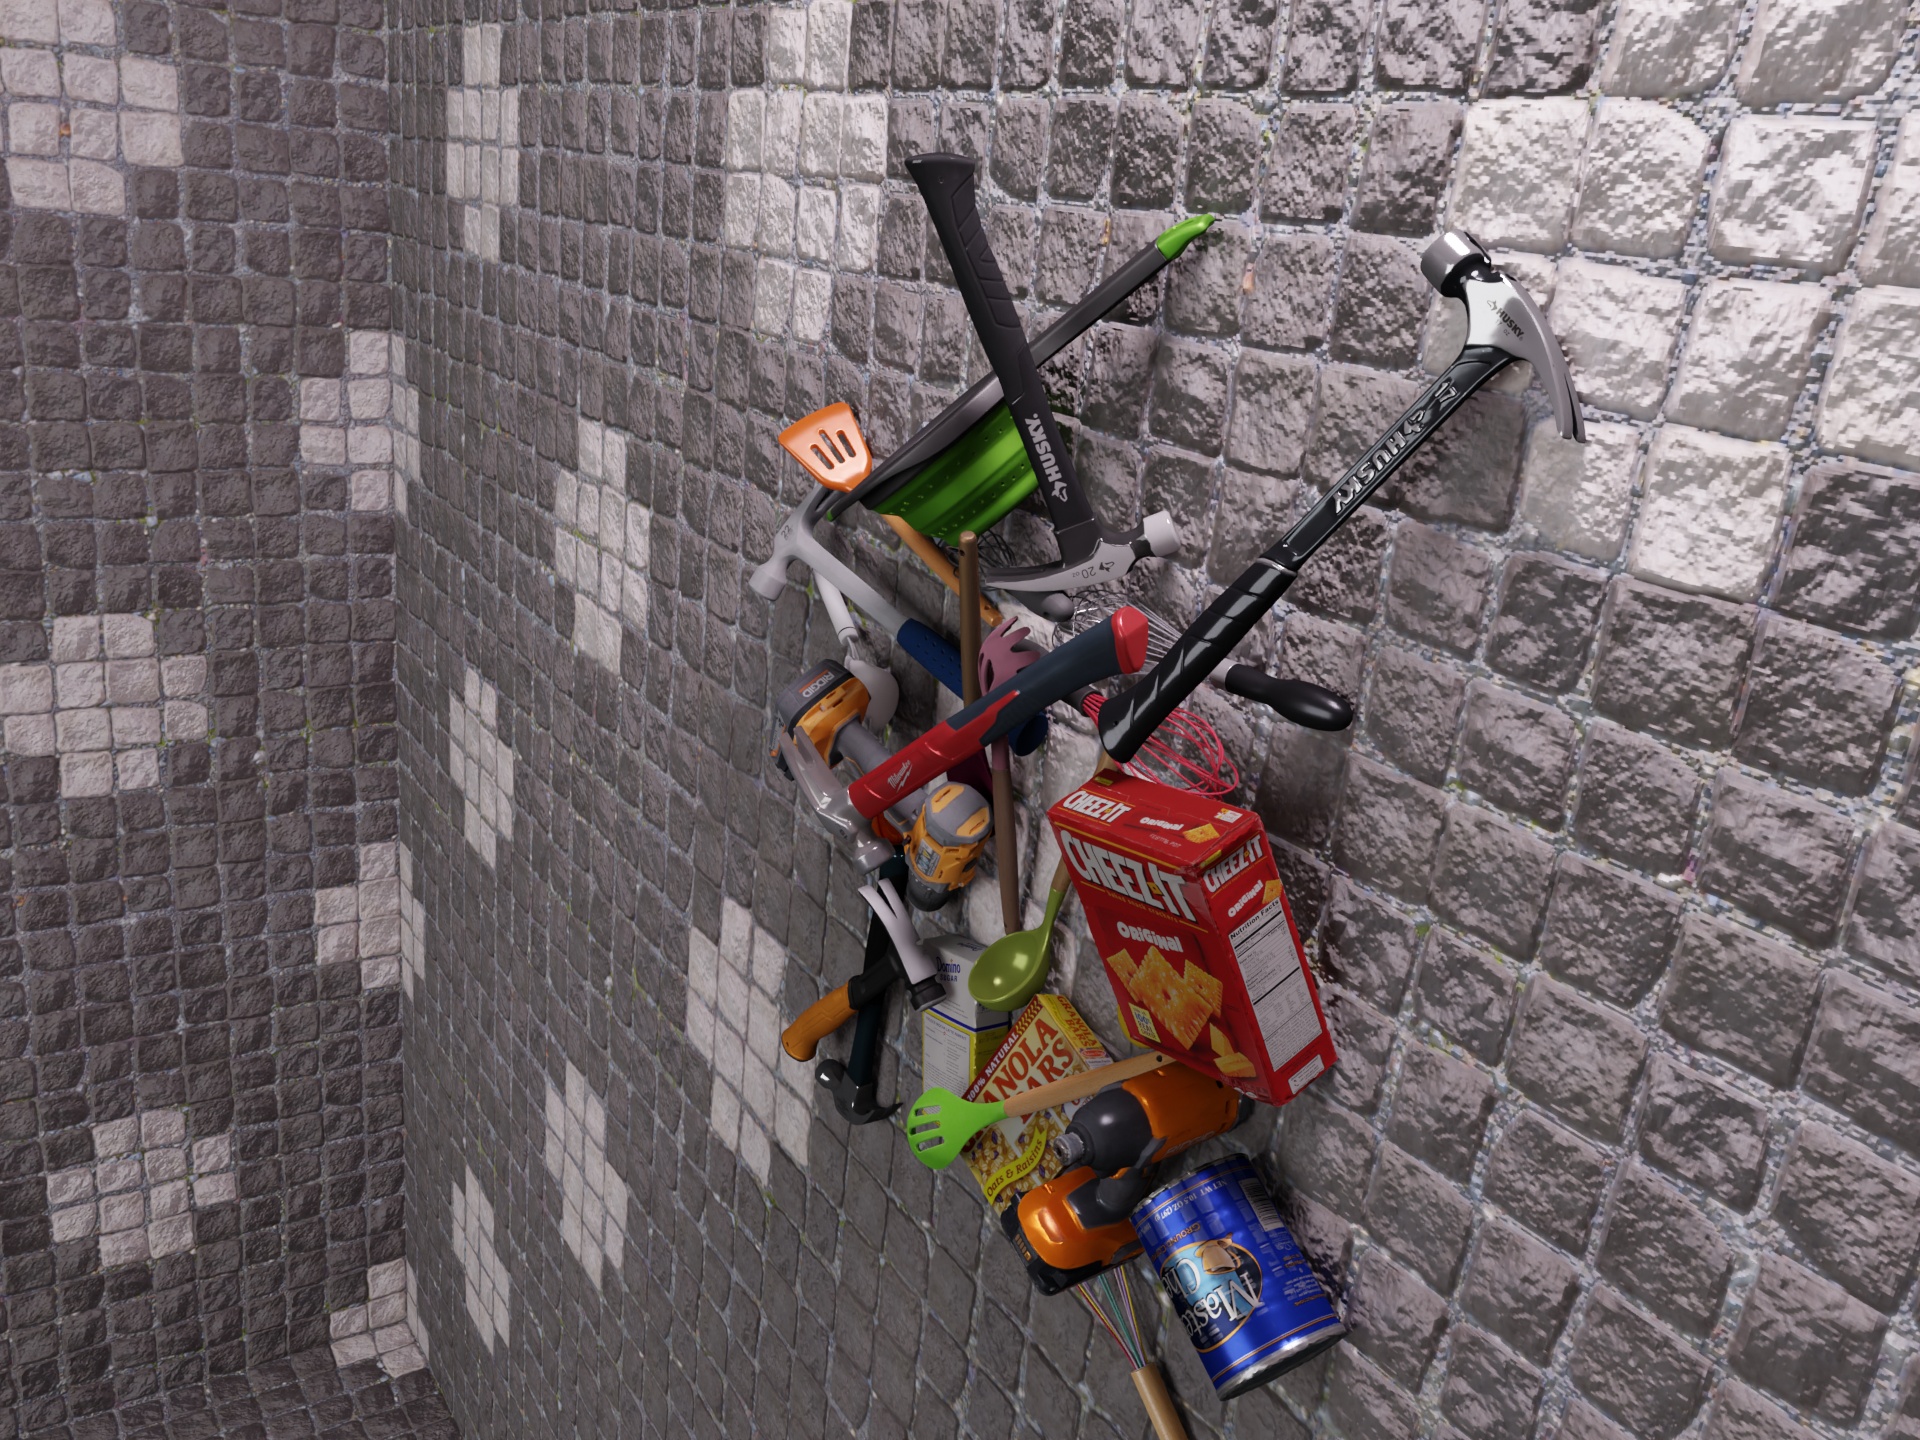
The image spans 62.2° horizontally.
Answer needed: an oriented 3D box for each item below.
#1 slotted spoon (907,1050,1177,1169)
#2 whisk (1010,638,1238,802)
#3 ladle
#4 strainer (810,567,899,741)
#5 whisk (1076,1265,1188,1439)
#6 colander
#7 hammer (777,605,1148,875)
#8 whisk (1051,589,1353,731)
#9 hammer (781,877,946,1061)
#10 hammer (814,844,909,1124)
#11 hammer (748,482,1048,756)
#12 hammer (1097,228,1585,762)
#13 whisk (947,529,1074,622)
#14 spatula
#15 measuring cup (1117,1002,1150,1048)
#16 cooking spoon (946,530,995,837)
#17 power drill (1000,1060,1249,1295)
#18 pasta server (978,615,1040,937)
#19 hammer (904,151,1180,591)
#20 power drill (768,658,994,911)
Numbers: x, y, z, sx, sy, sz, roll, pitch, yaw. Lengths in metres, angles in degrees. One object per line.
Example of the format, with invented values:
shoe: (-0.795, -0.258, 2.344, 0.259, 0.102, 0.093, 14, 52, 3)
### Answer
slotted spoon: (0.059, 0.315, 1.325, 0.314, 0.031, 0.070, -28, 61, 38)
whisk: (0.113, -0.005, 1.230, 0.296, 0.073, 0.073, 39, 127, 51)
ladle: (0.079, 0.116, 1.329, 0.078, 0.062, 0.320, -96, 22, -59)
strainer: (-0.108, -0.079, 1.585, 0.259, 0.050, 0.086, 66, -173, 33)
whisk: (0.139, 0.517, 1.323, 0.051, 0.047, 0.245, 96, 150, -69)
colander: (0.064, -0.244, 1.250, 0.397, 0.204, 0.094, -33, 103, 37)
hammer: (-0.002, -0.004, 1.267, 0.386, 0.038, 0.143, -34, 89, 43)
whisk: (0.172, -0.043, 1.166, 0.285, 0.070, 0.070, 24, 116, 46)
hammer: (-0.116, 0.271, 1.586, 0.127, 0.034, 0.336, 62, 146, 13)
hammer: (-0.089, 0.271, 1.625, 0.128, 0.033, 0.330, 39, 126, 47)
hammer: (-0.055, -0.094, 1.480, 0.406, 0.035, 0.144, 40, 102, 39)
hammer: (0.221, -0.109, 1.026, 0.408, 0.036, 0.149, -49, 58, 33)
whisk: (0.042, -0.118, 1.300, 0.239, 0.055, 0.055, -137, 49, -65)
spatula: (-0.058, -0.190, 1.484, 0.323, 0.081, 0.041, 48, 161, 35)
measuring cup: (0.128, 0.196, 1.291, 0.157, 0.029, 0.062, 61, 140, 29)
cooking spoon: (0.011, -0.023, 1.339, 0.069, 0.017, 0.318, 34, 142, 35)
power drill: (0.112, 0.351, 1.226, 0.084, 0.164, 0.226, 55, 139, 32)
pasta server: (0.043, 0.058, 1.342, 0.060, 0.040, 0.316, -130, 29, -51)
hammer: (0.036, -0.247, 1.151, 0.035, 0.146, 0.334, -81, -30, -65)
power drill: (-0.073, 0.071, 1.464, 0.226, 0.084, 0.185, 42, 150, 14)
